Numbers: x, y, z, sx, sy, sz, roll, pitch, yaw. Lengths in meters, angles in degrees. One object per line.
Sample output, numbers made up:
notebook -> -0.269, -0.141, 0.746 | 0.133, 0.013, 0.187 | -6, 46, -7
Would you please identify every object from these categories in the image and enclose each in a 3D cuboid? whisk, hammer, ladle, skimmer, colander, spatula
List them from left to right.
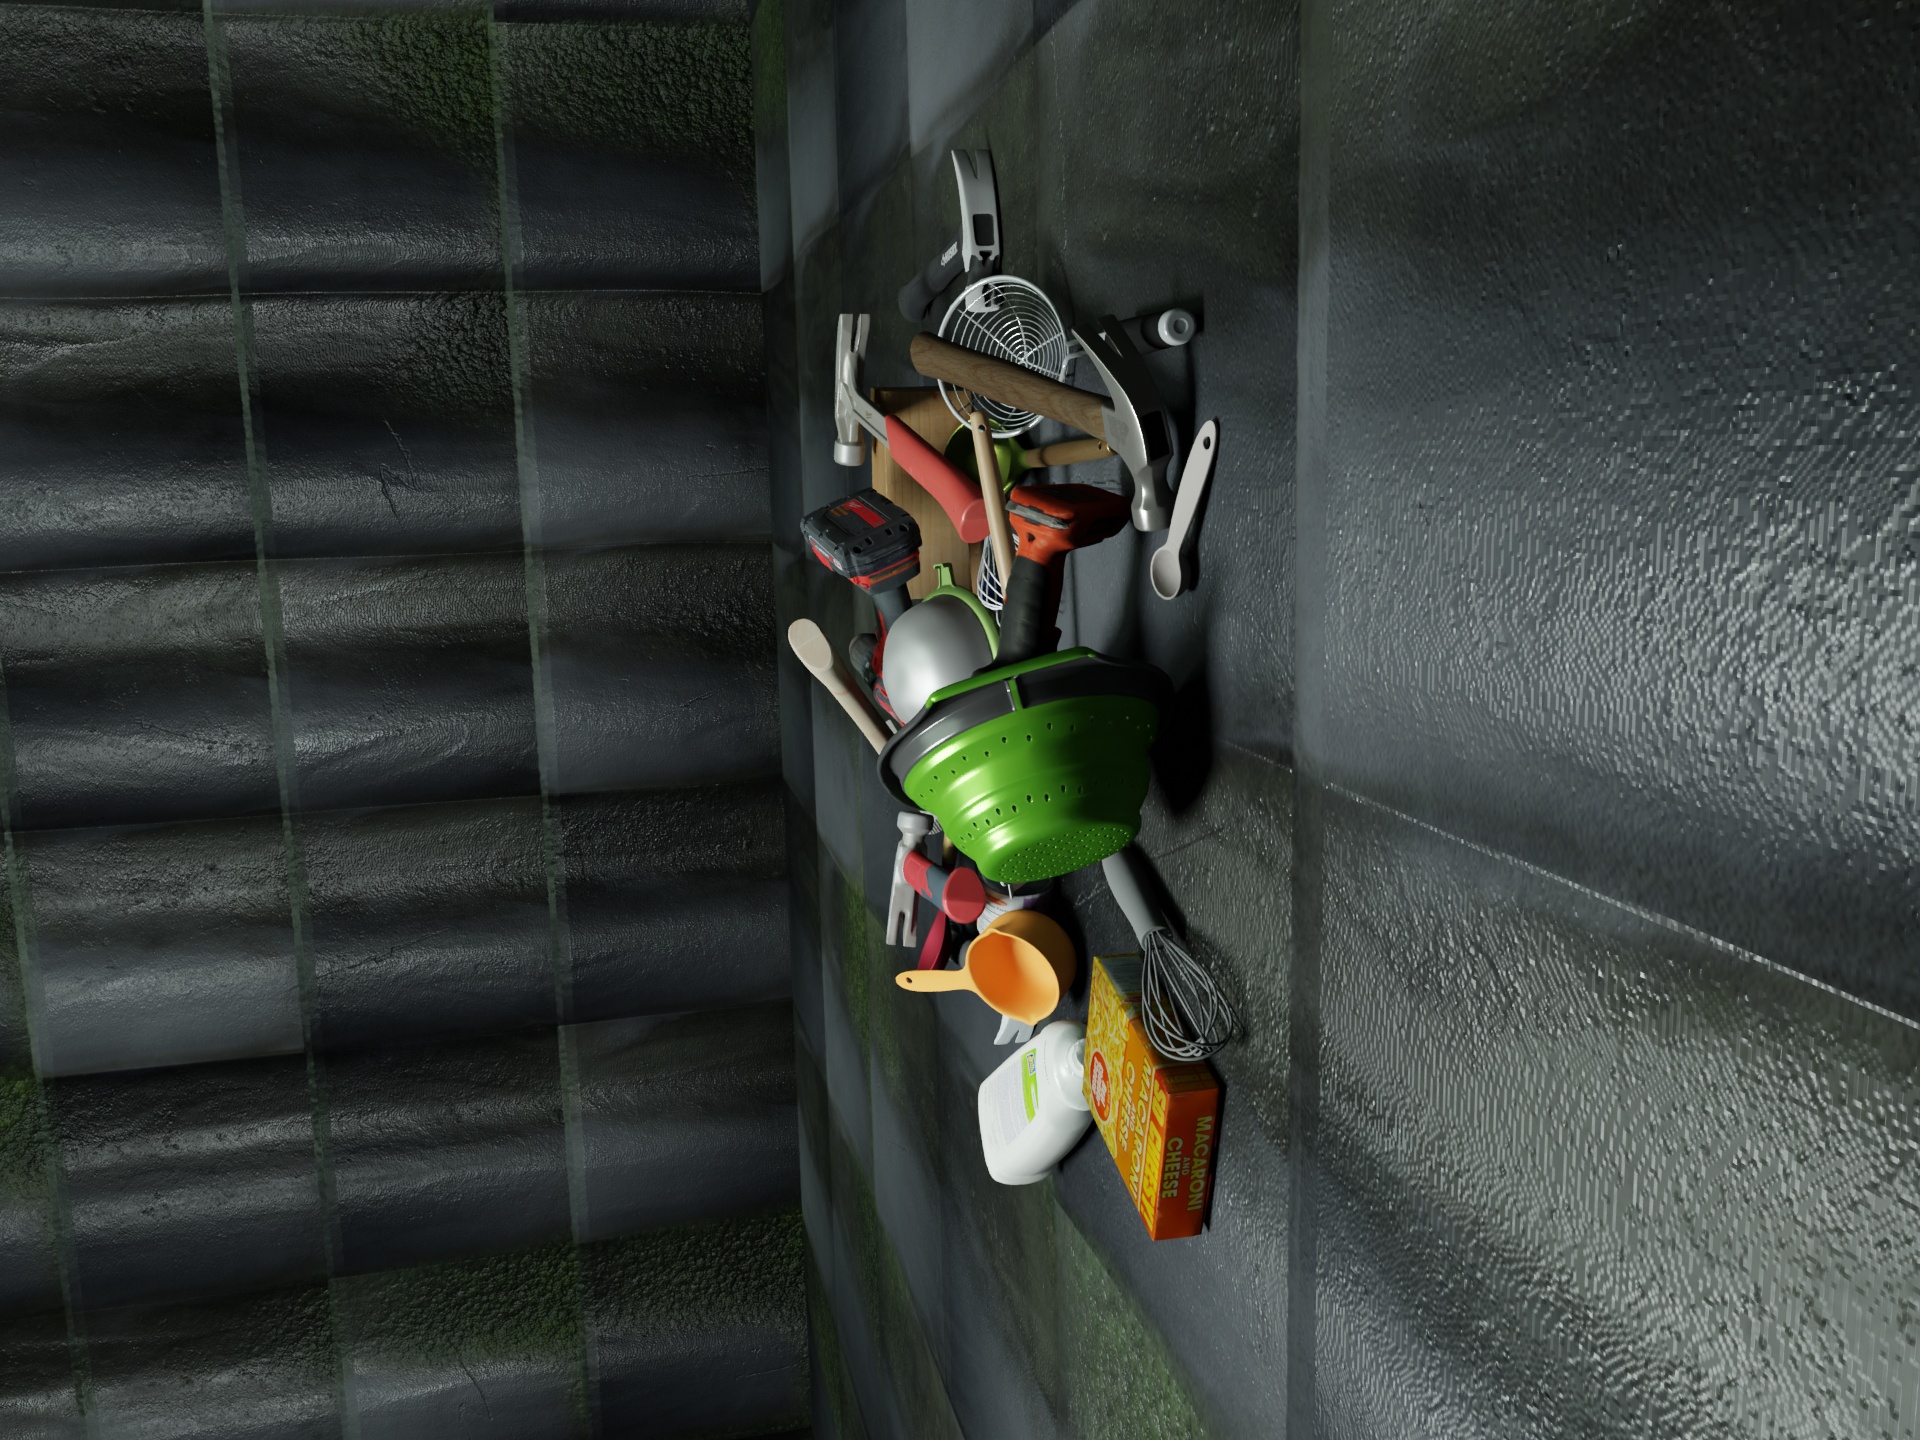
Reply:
hammer -> -0.100, -0.009, 1.617 | 0.146, 0.038, 0.410 | 56, 179, 26
hammer -> -0.046, -0.255, 1.438 | 0.359, 0.036, 0.149 | -130, 40, -55
hammer -> -0.028, 0.169, 1.509 | 0.386, 0.038, 0.143 | -178, 95, -81
hammer -> -0.017, -0.454, 1.576 | 0.335, 0.035, 0.146 | -163, 70, -77
ladle -> -0.010, 0.121, 1.642 | 0.069, 0.031, 0.315 | -142, 59, -77
spatula -> 0.012, -0.121, 1.486 | 0.082, 0.044, 0.318 | -37, 49, 48
hammer -> 0.022, 0.242, 1.606 | 0.331, 0.033, 0.128 | 178, 90, -77
whisk -> 0.035, -0.160, 1.404 | 0.285, 0.070, 0.070 | -105, 16, -58
hammer -> 0.047, -0.237, 1.131 | 0.332, 0.031, 0.130 | 37, 146, 54
ladle -> 0.056, -0.214, 1.285 | 0.320, 0.062, 0.078 | -158, 72, -73
skimmer -> 0.065, -0.270, 1.146 | 0.363, 0.090, 0.127 | -146, 54, -74
colander -> 0.065, 0.073, 1.118 | 0.396, 0.204, 0.095 | 69, -175, -69
whisk -> 0.130, 0.150, 1.079 | 0.239, 0.055, 0.055 | -109, 19, -62

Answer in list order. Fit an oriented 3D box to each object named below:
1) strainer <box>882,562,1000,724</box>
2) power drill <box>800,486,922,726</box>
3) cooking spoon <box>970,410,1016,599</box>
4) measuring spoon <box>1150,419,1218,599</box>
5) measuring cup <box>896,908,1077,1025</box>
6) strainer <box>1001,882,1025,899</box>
strainer -> -0.002, -0.004, 1.341 | 0.257, 0.069, 0.151 | 55, 138, 36
power drill -> -0.079, -0.104, 1.530 | 0.188, 0.080, 0.226 | 42, 154, 53
cooking spoon -> 0.044, -0.086, 1.257 | 0.017, 0.068, 0.319 | -133, 32, -85
measuring spoon -> 0.148, -0.132, 1.006 | 0.034, 0.018, 0.124 | 52, 139, 45
measuring cup -> 0.022, 0.208, 1.361 | 0.173, 0.052, 0.095 | -10, 110, 39
strainer -> 0.039, 0.085, 1.394 | 0.259, 0.050, 0.086 | -114, 17, -71
